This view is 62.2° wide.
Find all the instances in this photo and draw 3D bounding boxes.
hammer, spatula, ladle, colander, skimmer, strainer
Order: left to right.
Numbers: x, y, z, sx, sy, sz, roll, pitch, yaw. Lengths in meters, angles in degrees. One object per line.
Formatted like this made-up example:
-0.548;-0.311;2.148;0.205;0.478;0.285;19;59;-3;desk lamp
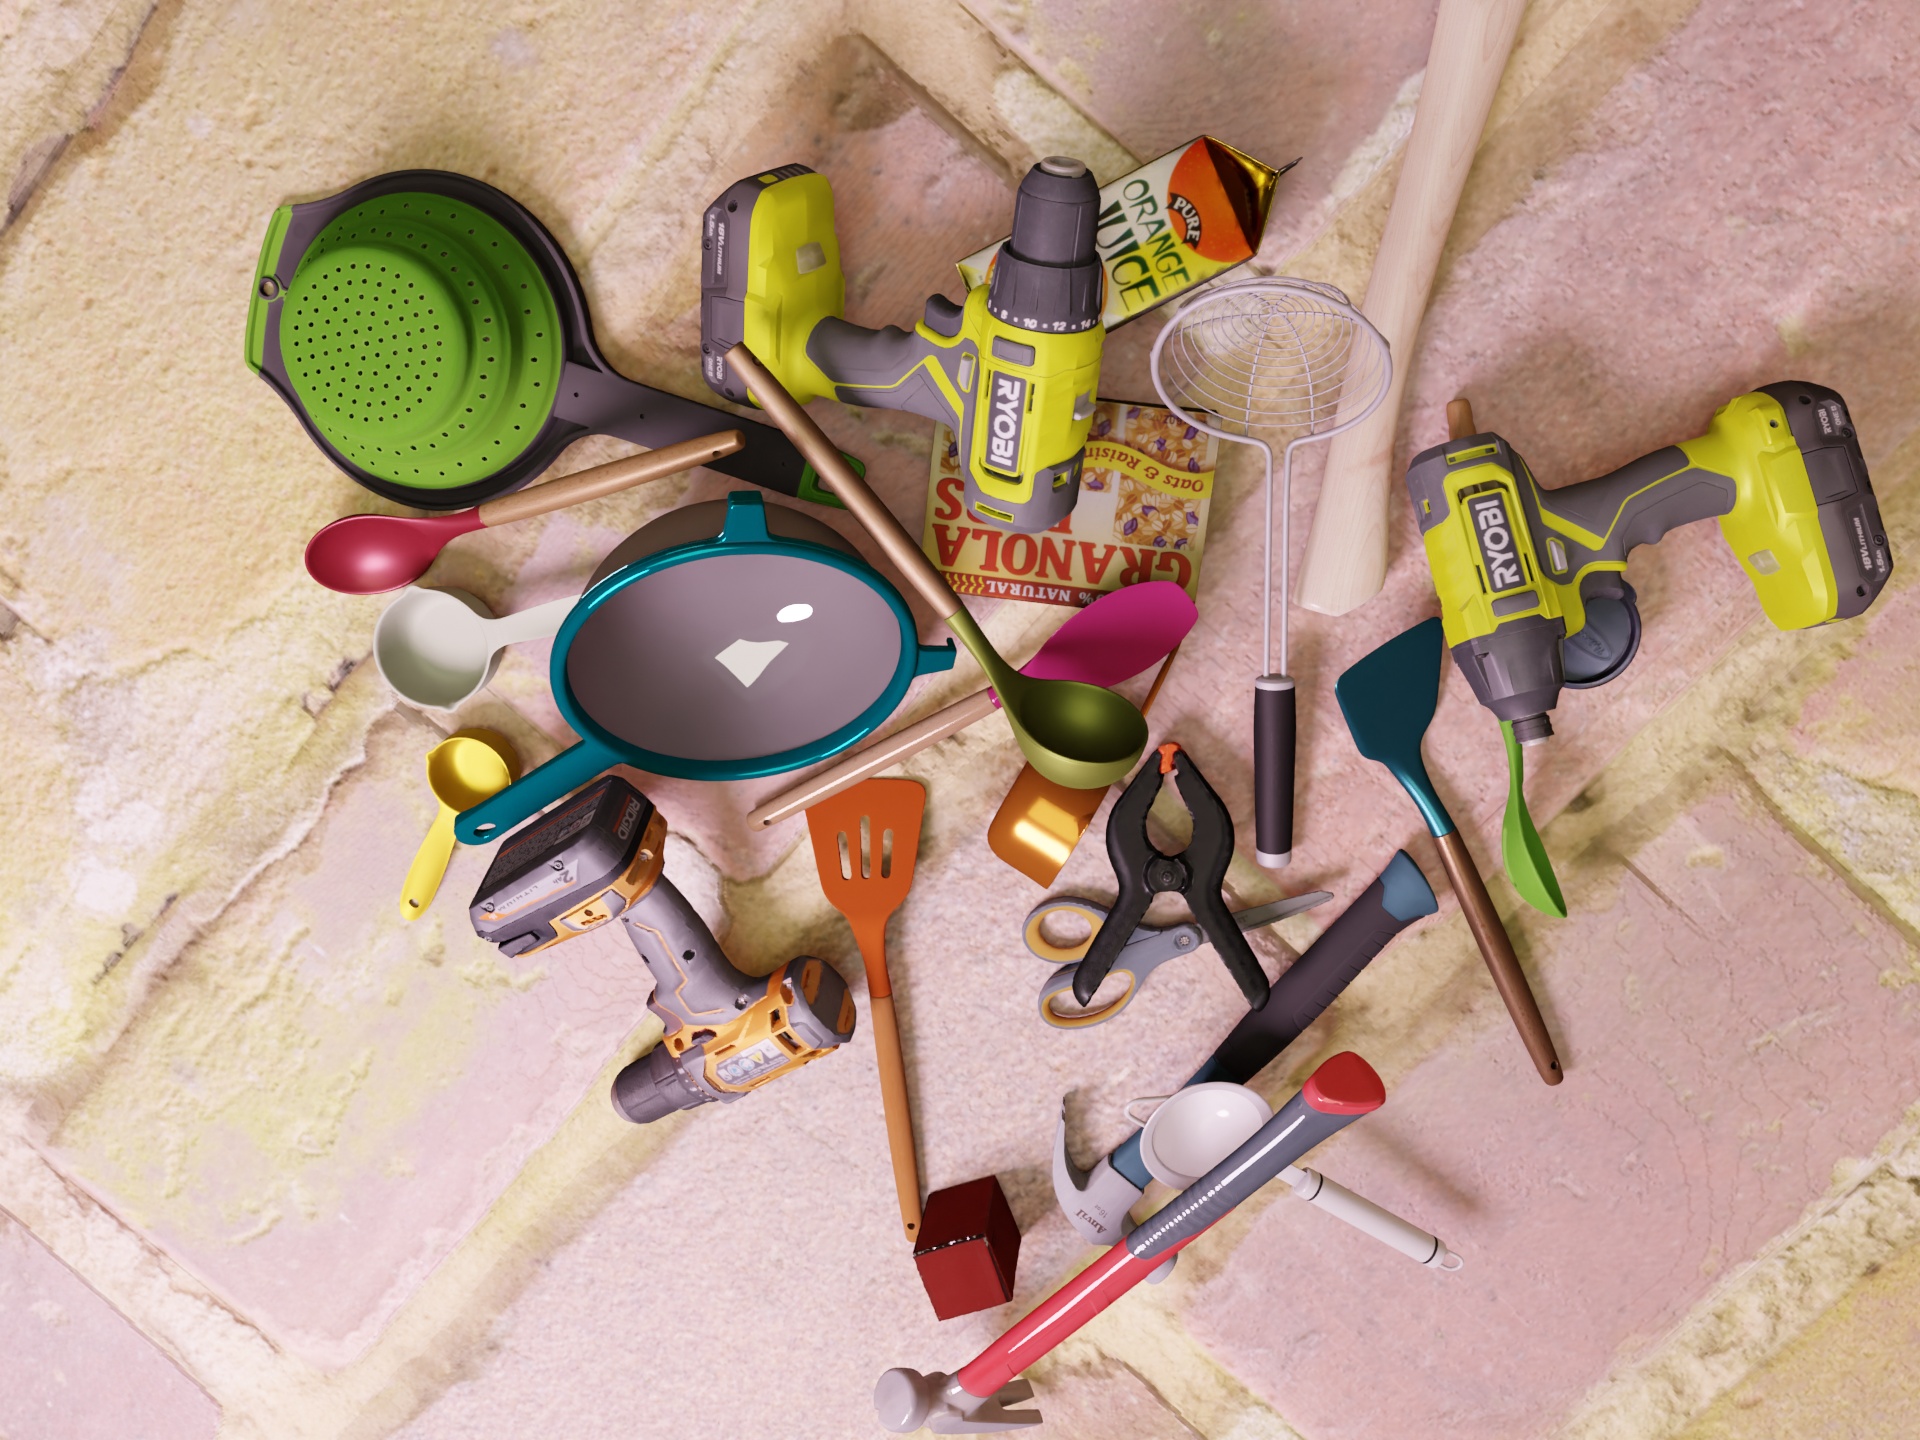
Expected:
-0.263;-0.128;0.946;0.315;0.069;0.031;-11;59;24;ladle
-0.252;-0.197;0.937;0.397;0.094;0.204;19;104;2;colander
-0.186;-0.032;0.963;0.340;0.095;0.210;-30;140;23;strainer
-0.047;0.197;1.047;0.081;0.041;0.322;-4;107;9;spatula
-0.012;-0.086;0.877;0.062;0.078;0.320;-31;106;35;ladle
0.118;0.333;0.983;0.143;0.038;0.386;22;121;-42;hammer
0.183;0.214;1.021;0.128;0.033;0.331;39;104;-5;hammer
0.175;-0.068;0.901;0.127;0.090;0.363;3;113;16;skimmer
0.210;0.287;1.000;0.258;0.050;0.087;30;110;-9;strainer
0.245;-0.263;0.901;0.146;0.038;0.410;13;104;4;hammer
0.311;0.092;0.973;0.082;0.044;0.317;-30;101;-16;spatula

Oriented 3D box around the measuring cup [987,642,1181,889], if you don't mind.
0.074;0.016;0.970;0.052;0.095;0.173;29;86;4;measuring cup

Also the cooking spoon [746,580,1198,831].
-0.002;-0.003;0.972;0.319;0.017;0.068;-28;134;19;cooking spoon

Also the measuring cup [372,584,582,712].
-0.285;-0.059;1.004;0.167;0.038;0.083;-14;101;7;measuring cup

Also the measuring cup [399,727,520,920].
-0.336;0.070;1.049;0.062;0.029;0.156;30;116;-4;measuring cup

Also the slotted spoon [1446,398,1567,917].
0.319;-0.034;0.942;0.031;0.070;0.313;-9;96;23;slotted spoon

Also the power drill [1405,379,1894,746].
0.376;-0.090;0.879;0.223;0.080;0.171;-14;85;1;power drill

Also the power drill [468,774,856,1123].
-0.202;0.160;1.003;0.185;0.084;0.226;-30;116;24;power drill

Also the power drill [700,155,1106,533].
-0.027;-0.222;0.859;0.229;0.080;0.190;23;127;23;power drill
